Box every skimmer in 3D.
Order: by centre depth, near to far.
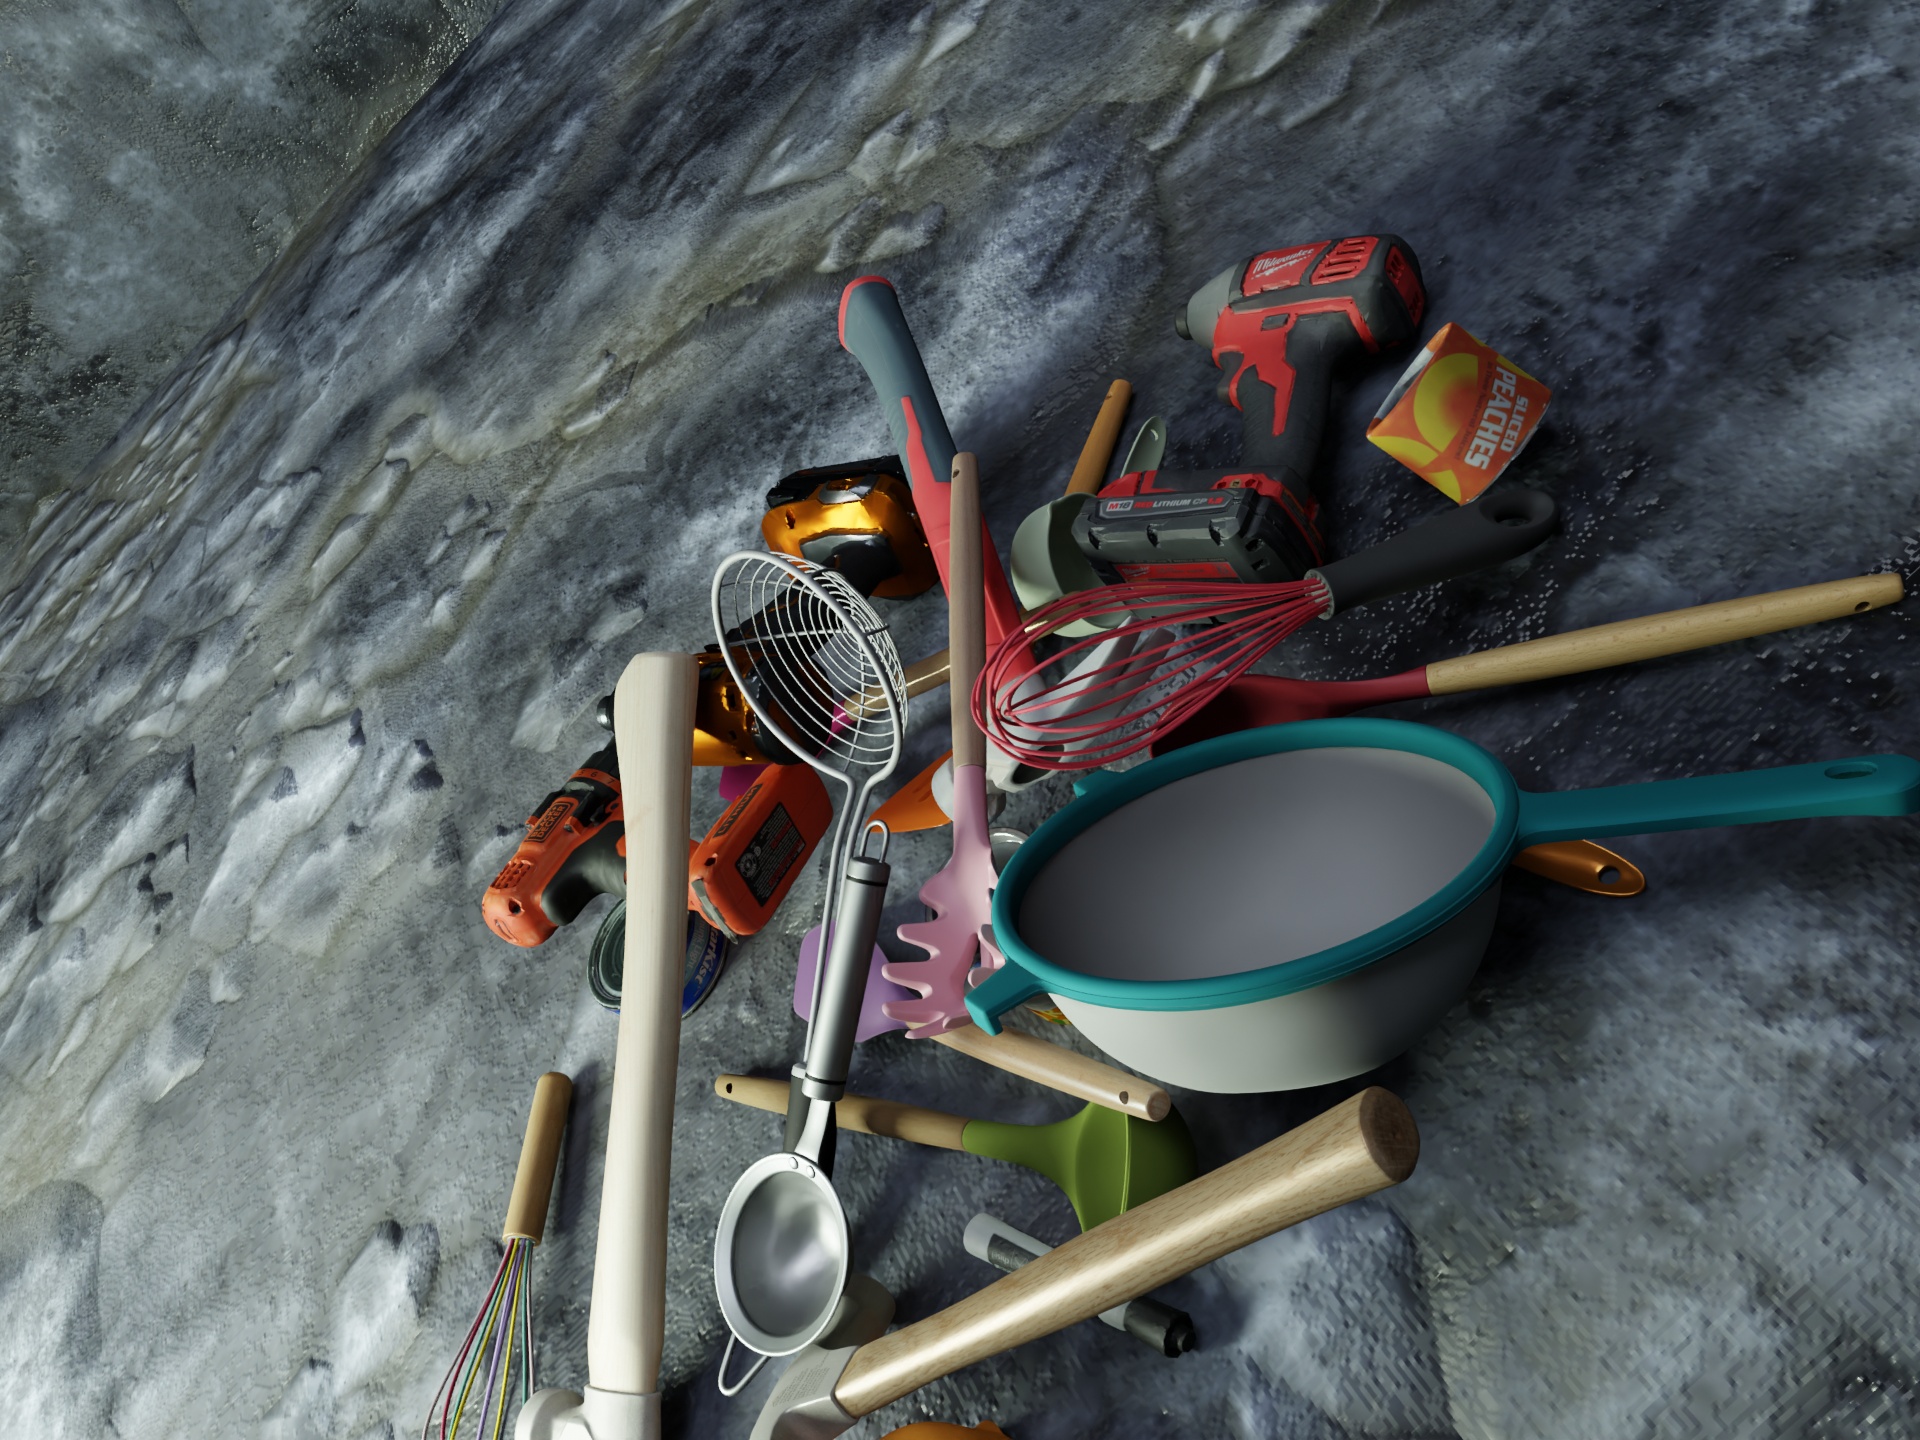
[{"bbox_3d":[-0.087,0.105,0.751,0.127,0.090,0.363,0,82,51],"label":"skimmer"}]

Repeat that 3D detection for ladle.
[{"bbox_3d":[0.230,-0.022,0.691,0.315,0.069,0.031,-13,53,28],"label":"ladle"},{"bbox_3d":[-0.022,0.191,0.748,0.320,0.062,0.078,-2,77,44],"label":"ladle"}]

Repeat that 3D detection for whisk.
[{"bbox_3d":[0.140,-0.050,0.698,0.296,0.073,0.073,-20,39,-15],"label":"whisk"},{"bbox_3d":[-0.245,0.305,0.870,0.051,0.047,0.245,-24,44,29],"label":"whisk"}]

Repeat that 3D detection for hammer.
[{"bbox_3d":[0.030,0.217,0.596,0.331,0.031,0.130,-39,7,34],"label":"hammer"},{"bbox_3d":[-0.151,0.165,0.799,0.146,0.038,0.411,-9,74,36],"label":"hammer"},{"bbox_3d":[0.000,-0.132,0.867,0.143,0.038,0.387,-44,45,29],"label":"hammer"}]

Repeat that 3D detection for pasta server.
[{"bbox_3d":[-0.001,-0.002,0.739,0.060,0.040,0.316,-28,50,38],"label":"pasta server"}]

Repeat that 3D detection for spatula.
[{"bbox_3d":[-0.007,0.140,0.743,0.316,0.018,0.060,5,86,58],"label":"spatula"},{"bbox_3d":[0.038,-0.070,0.902,0.081,0.041,0.323,-9,52,51],"label":"spatula"}]

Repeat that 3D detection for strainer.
[{"bbox_3d":[0.183,0.076,0.619,0.340,0.095,0.211,-9,22,23],"label":"strainer"},{"bbox_3d":[-0.060,0.171,0.709,0.087,0.050,0.258,13,91,44],"label":"strainer"}]

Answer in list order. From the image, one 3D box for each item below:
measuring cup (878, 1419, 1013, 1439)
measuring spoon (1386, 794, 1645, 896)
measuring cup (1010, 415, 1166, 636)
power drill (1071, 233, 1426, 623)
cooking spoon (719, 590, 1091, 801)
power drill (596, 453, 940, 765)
[{"bbox_3d":[-0.043,0.333,0.657,0.173,0.052,0.095,-11,57,35],"label":"measuring cup"},{"bbox_3d":[0.231,0.051,0.665,0.117,0.011,0.021,22,75,44],"label":"measuring spoon"},{"bbox_3d":[0.077,-0.114,0.892,0.038,0.083,0.168,-18,34,43],"label":"measuring cup"},{"bbox_3d":[0.150,-0.162,0.848,0.143,0.078,0.220,4,60,42],"label":"power drill"},{"bbox_3d":[-0.046,-0.015,0.916,0.319,0.017,0.069,-23,46,42],"label":"cooking spoon"},{"bbox_3d":[-0.112,-0.061,0.950,0.164,0.084,0.227,-2,41,37],"label":"power drill"}]
